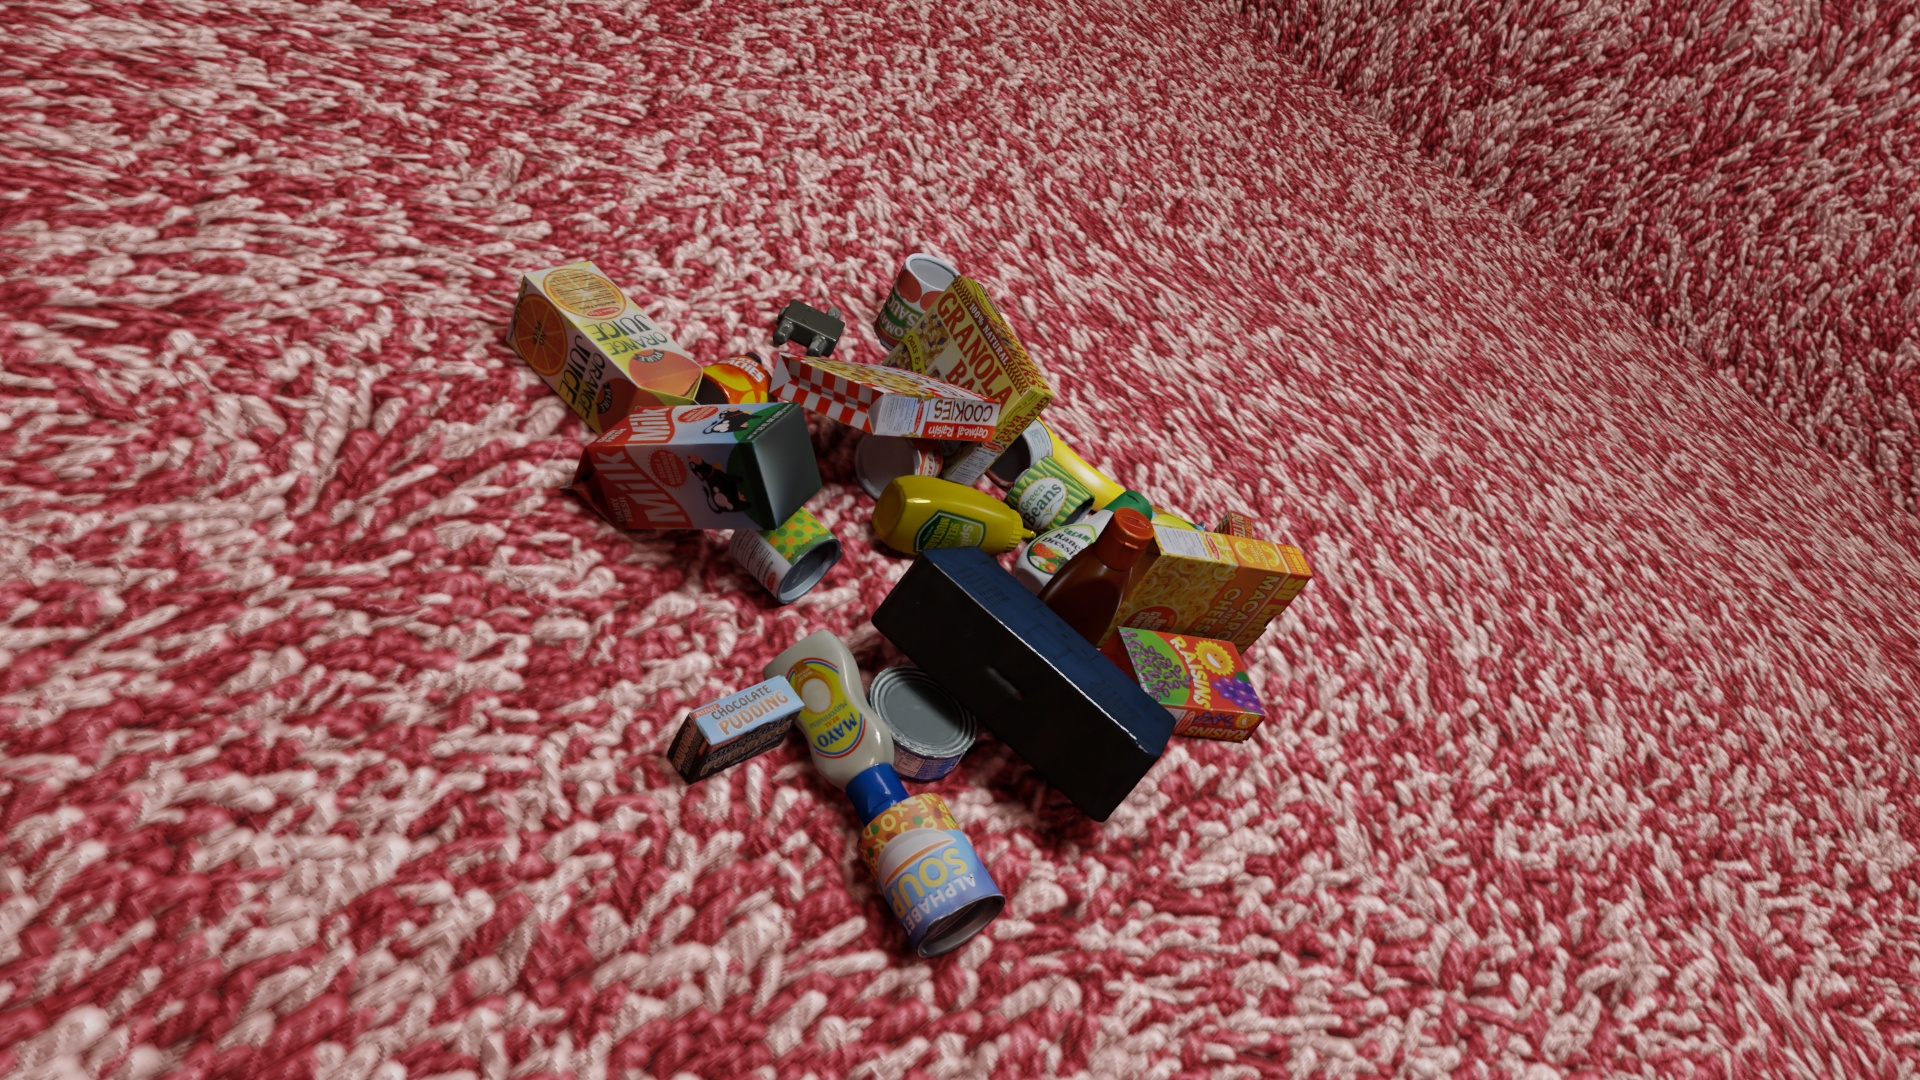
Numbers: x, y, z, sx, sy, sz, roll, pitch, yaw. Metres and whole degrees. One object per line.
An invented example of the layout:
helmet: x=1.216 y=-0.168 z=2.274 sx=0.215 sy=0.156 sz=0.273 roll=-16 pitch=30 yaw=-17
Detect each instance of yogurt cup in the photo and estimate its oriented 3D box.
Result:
yogurt cup: x=-0.052 y=-0.071 z=1.227 sx=0.072 sy=0.072 sz=0.054 roll=43 pitch=30 yaw=17

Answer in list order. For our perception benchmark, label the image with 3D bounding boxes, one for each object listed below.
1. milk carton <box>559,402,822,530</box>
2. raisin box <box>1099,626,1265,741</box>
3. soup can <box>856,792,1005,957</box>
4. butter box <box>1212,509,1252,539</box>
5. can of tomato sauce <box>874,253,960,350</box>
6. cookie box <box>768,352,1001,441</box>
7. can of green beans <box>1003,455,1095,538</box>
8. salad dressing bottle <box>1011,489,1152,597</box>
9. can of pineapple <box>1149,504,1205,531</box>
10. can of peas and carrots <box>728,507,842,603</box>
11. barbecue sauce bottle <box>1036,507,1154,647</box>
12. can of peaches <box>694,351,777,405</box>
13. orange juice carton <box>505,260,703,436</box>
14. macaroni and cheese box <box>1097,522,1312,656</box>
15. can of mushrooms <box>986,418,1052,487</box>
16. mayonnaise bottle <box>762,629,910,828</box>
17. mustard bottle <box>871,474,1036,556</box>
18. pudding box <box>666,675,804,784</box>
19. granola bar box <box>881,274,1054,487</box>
milk carton: x=-0.209 y=-0.056 z=1.047 sx=0.190 sy=0.073 sz=0.073 roll=1 pitch=29 yaw=27
raisin box: x=0.189 y=0.123 z=1.184 sx=0.123 sy=0.039 sz=0.086 roll=9 pitch=41 yaw=-25
soup can: x=-0.021 y=0.216 z=0.903 sx=0.071 sy=0.071 sz=0.084 roll=-7 pitch=50 yaw=-40
butter box: x=0.232 y=0.025 z=1.276 sx=0.024 sy=0.103 sz=0.053 roll=24 pitch=37 yaw=-10
can of tomato sauce: x=-0.043 y=-0.239 z=1.413 sx=0.071 sy=0.082 sz=0.071 roll=19 pitch=37 yaw=-15
cookie box: x=-0.062 y=-0.123 z=1.200 sx=0.123 sy=0.040 sz=0.168 roll=23 pitch=14 yaw=33
can of green beans: x=0.081 y=-0.035 z=1.273 sx=0.058 sy=0.071 sz=0.071 roll=42 pitch=38 yaw=15
salad dressing bottle: x=0.110 y=0.005 z=1.227 sx=0.064 sy=0.043 sz=0.148 roll=35 pitch=53 yaw=29
can of pineapple: x=0.189 y=0.005 z=1.300 sx=0.058 sy=0.070 sz=0.071 roll=23 pitch=37 yaw=-9
can of peas and carrots: x=-0.135 y=0.004 z=1.076 sx=0.059 sy=0.070 sz=0.071 roll=42 pitch=38 yaw=16
barbecue sauce bottle: x=0.107 y=0.037 z=1.137 sx=0.065 sy=0.147 sz=0.044 roll=20 pitch=38 yaw=-14
can of peaches: x=-0.198 y=-0.121 z=1.176 sx=0.071 sy=0.071 sz=0.058 roll=41 pitch=38 yaw=14
orange juice carton: x=-0.281 y=-0.141 z=1.141 sx=0.193 sy=0.071 sz=0.073 roll=43 pitch=38 yaw=17
macaroni and cheese box: x=0.205 y=0.049 z=1.212 sx=0.167 sy=0.123 sz=0.040 roll=8 pitch=45 yaw=-28
can of mushrooms: x=0.049 y=-0.085 z=1.313 sx=0.071 sy=0.070 sz=0.033 roll=44 pitch=39 yaw=17
mayonnaise bottle: x=-0.080 y=0.135 z=0.966 sx=0.148 sy=0.065 sz=0.041 roll=56 pitch=0 yaw=29
mustard bottle: x=0.004 y=-0.015 z=1.200 sx=0.160 sy=0.065 sz=0.049 roll=9 pitch=37 yaw=-33
pudding box: x=-0.151 y=0.126 z=0.935 sx=0.084 sy=0.049 sz=0.030 roll=-19 pitch=60 yaw=-46
granola bar box: x=0.004 y=-0.150 z=1.304 sx=0.039 sy=0.123 sz=0.166 roll=17 pitch=35 yaw=-45
